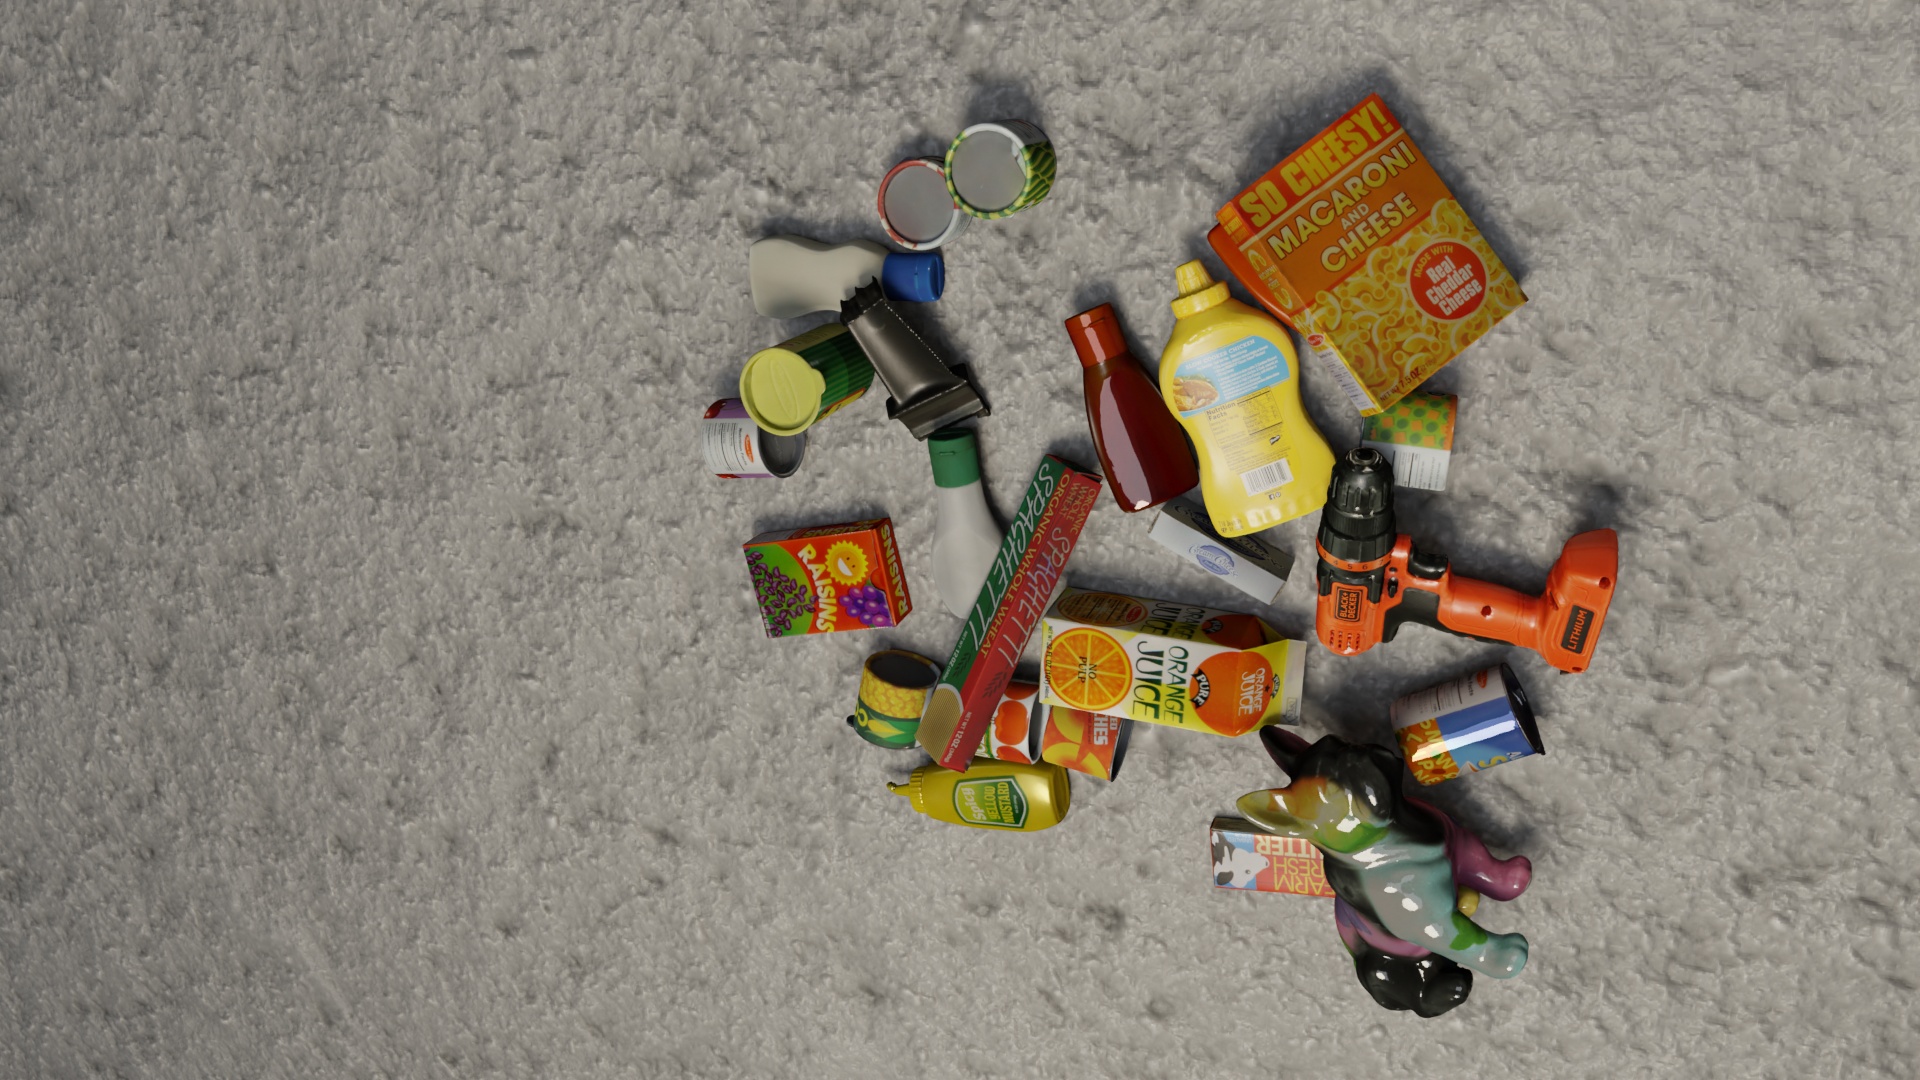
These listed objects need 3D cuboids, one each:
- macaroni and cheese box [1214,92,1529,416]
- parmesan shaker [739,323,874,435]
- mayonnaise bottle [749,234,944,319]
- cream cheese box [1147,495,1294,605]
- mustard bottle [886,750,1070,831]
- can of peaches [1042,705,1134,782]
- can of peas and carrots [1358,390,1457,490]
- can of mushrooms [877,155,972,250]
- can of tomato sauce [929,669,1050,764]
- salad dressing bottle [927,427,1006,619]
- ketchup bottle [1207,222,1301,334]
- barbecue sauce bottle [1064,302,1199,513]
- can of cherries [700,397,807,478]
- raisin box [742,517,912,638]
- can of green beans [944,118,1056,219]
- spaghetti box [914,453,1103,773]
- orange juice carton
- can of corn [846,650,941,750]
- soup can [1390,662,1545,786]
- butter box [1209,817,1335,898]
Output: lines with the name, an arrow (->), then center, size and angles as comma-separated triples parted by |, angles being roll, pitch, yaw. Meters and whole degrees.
macaroni and cheese box -> 0.264, -0.183, 0.899 | 0.124, 0.040, 0.166 | -37, 92, -4
parmesan shaker -> -0.112, -0.125, 1.060 | 0.071, 0.103, 0.071 | 7, 111, 19
mayonnaise bottle -> -0.087, -0.201, 1.060 | 0.148, 0.041, 0.064 | 4, 111, 18
cream cheese box -> 0.191, 0.005, 1.015 | 0.104, 0.053, 0.024 | 30, 114, 9
mustard bottle -> 0.009, 0.209, 1.158 | 0.160, 0.049, 0.065 | -5, 105, 23
can of peaches -> 0.101, 0.148, 1.091 | 0.058, 0.071, 0.071 | 15, 113, 17
can of peas and carrots -> 0.303, -0.071, 0.940 | 0.059, 0.071, 0.070 | 8, 111, 18
can of mushrooms -> -0.027, -0.250, 1.023 | 0.071, 0.033, 0.070 | 7, 111, 19
can of tomato sauce -> 0.023, 0.144, 1.119 | 0.083, 0.071, 0.071 | 6, 110, 19
salad dressing bottle -> 0.004, -0.014, 1.080 | 0.064, 0.044, 0.147 | -4, 111, 15
ketchup bottle -> 0.237, -0.171, 0.941 | 0.064, 0.043, 0.149 | -40, 91, 16
barbecue sauce bottle -> 0.119, -0.098, 1.010 | 0.065, 0.044, 0.148 | -23, 98, -2
can of cherries -> -0.165, -0.083, 1.116 | 0.058, 0.072, 0.071 | 0, 108, 28
raisin box -> -0.110, 0.031, 1.149 | 0.123, 0.040, 0.086 | -6, 105, 22
can of green beans -> 0.028, -0.263, 0.983 | 0.071, 0.058, 0.071 | 7, 111, 19
spaghetti box -> 0.035, 0.054, 1.054 | 0.029, 0.050, 0.249 | 20, 99, -31
orange juice carton -> 0.160, 0.092, 1.046 | 0.193, 0.073, 0.071 | 8, 111, 18
can of corn -> -0.054, 0.130, 1.145 | 0.071, 0.071, 0.058 | 19, 113, 14
soup can -> 0.360, 0.134, 0.987 | 0.083, 0.071, 0.071 | -25, 98, 27
butter box -> 0.250, 0.249, 1.093 | 0.103, 0.024, 0.053 | 0, 107, 21
